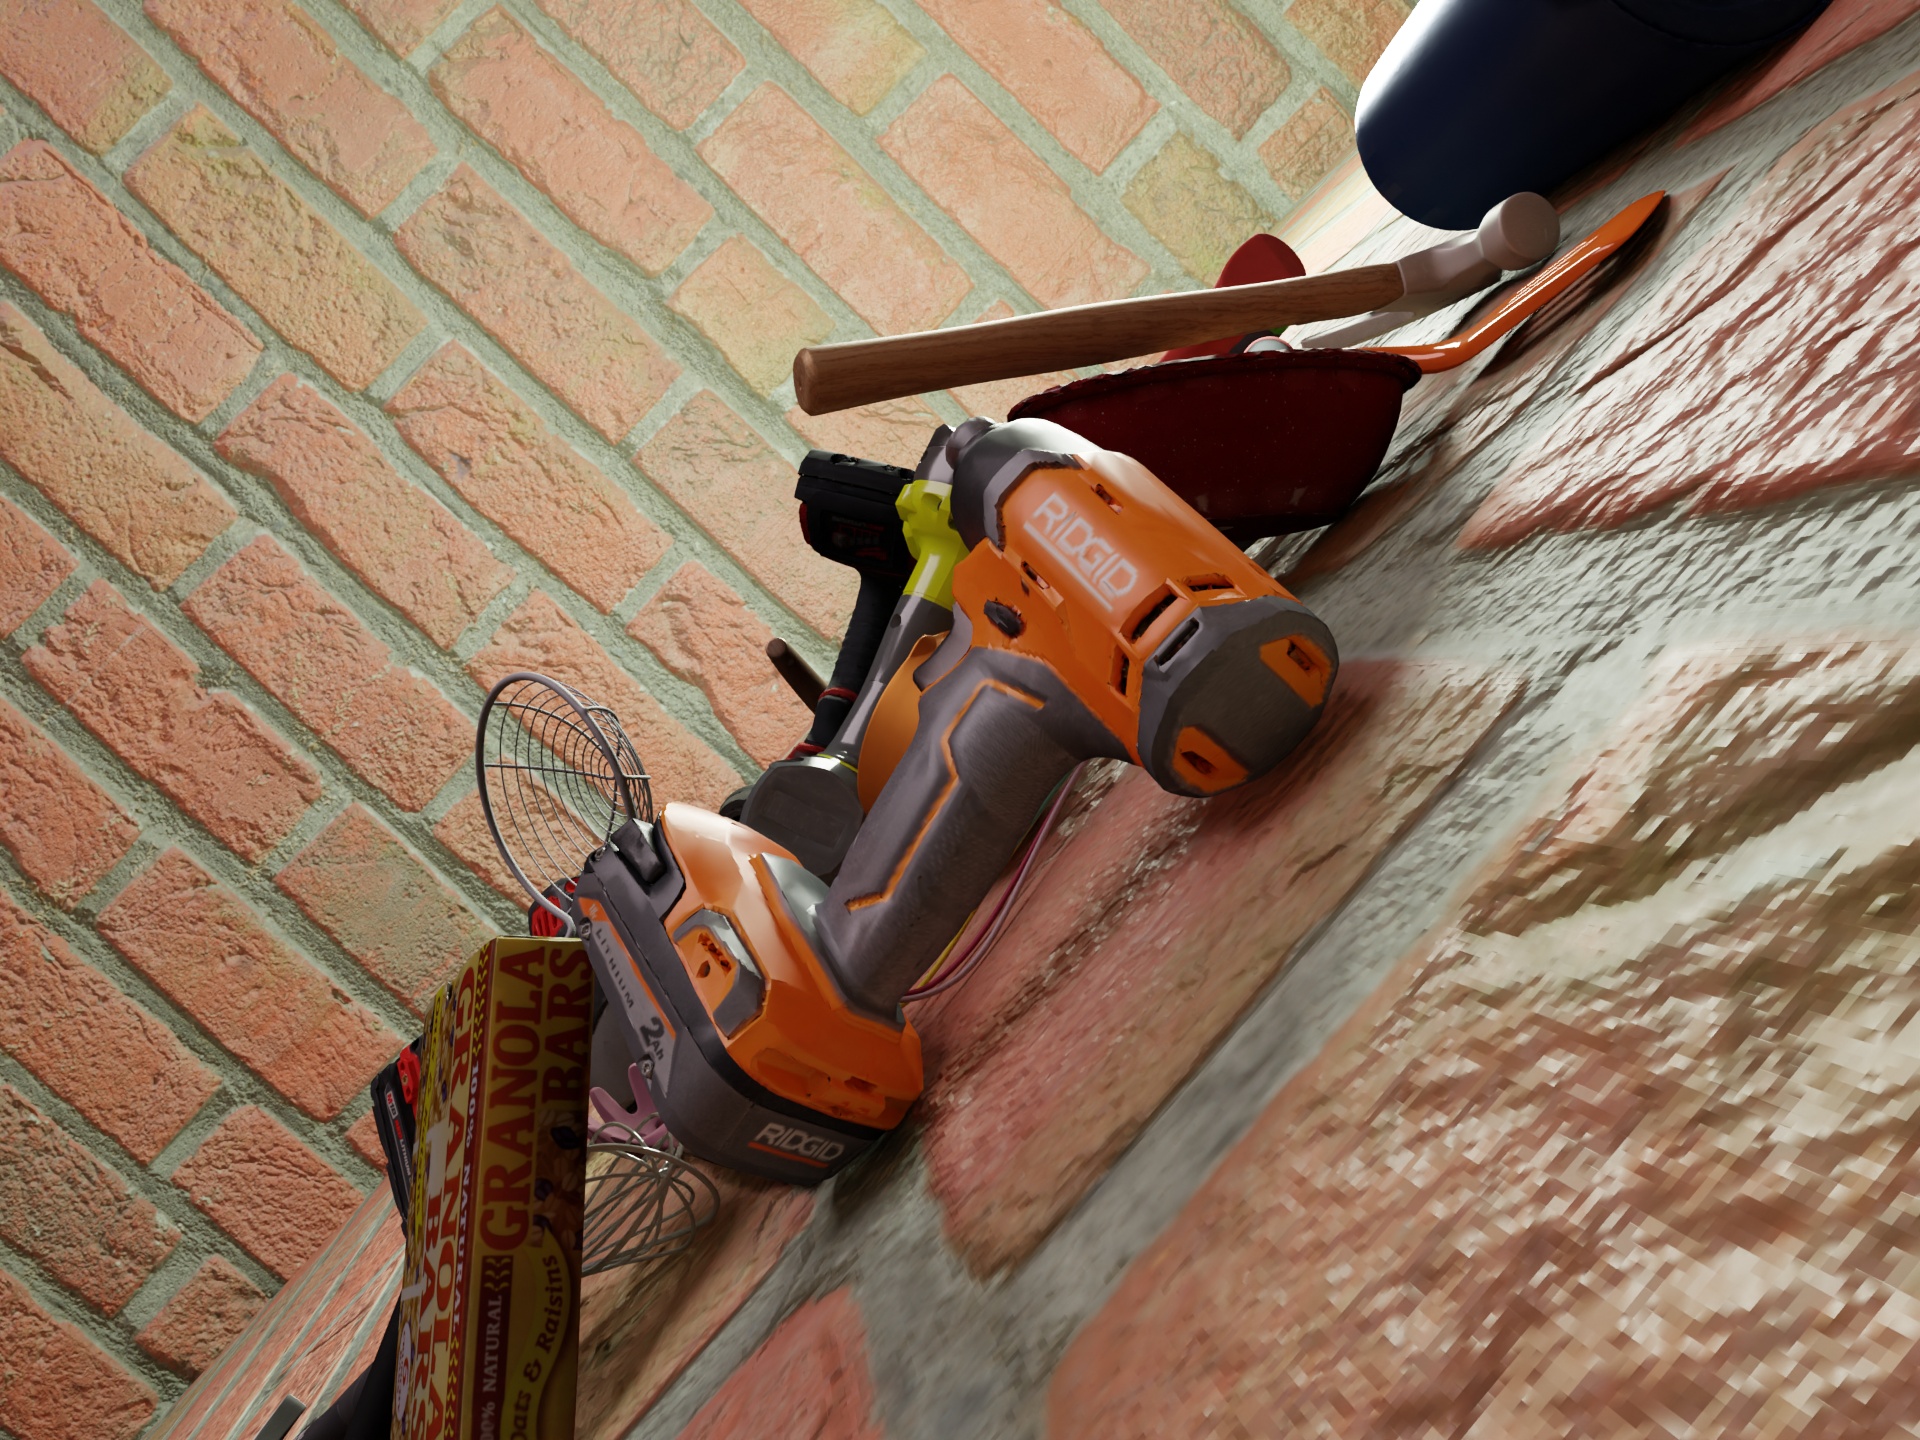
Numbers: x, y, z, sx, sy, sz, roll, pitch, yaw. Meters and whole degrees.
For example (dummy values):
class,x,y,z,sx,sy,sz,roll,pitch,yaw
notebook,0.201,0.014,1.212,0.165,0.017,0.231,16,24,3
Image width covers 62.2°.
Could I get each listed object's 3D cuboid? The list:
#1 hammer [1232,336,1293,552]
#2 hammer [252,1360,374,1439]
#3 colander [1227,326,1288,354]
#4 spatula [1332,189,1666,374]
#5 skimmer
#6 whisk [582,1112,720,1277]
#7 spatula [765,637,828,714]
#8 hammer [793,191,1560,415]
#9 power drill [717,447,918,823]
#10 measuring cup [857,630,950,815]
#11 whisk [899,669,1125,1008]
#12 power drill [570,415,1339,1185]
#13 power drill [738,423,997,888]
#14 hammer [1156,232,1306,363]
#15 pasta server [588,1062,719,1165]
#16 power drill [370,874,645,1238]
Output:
class,x,y,z,sx,sy,sz,roll,pitch,yaw
hammer,0.158,-0.159,0.889,0.143,0.038,0.386,-41,9,33
hammer,-0.314,0.356,0.821,0.334,0.035,0.146,-43,8,26
colander,0.089,-0.202,1.185,0.397,0.094,0.204,-44,-4,28
spatula,0.128,-0.152,0.672,0.323,0.041,0.081,-7,24,37
skimmer,-0.232,0.159,0.728,0.127,0.090,0.363,3,68,42
whisk,-0.161,0.219,0.635,0.246,0.059,0.058,-47,21,43
spatula,-0.075,0.000,1.022,0.060,0.018,0.315,-48,-17,-5
hammer,0.088,-0.175,0.702,0.331,0.031,0.130,-13,-1,-16
power drill,-0.064,-0.024,0.851,0.188,0.080,0.226,2,-78,-76
measuring cup,0.031,-0.009,0.668,0.173,0.052,0.095,-40,-36,-36
whisk,0.035,0.021,0.599,0.245,0.047,0.051,-45,17,-25
power drill,-0.014,0.011,0.492,0.226,0.084,0.164,-46,47,9
power drill,-0.022,-0.011,0.754,0.223,0.080,0.171,-63,-11,-11
hammer,0.084,-0.152,0.939,0.149,0.037,0.359,-28,-11,-40
pasta server,-0.108,0.164,0.649,0.060,0.040,0.316,-29,0,-24
power drill,-0.234,0.198,0.882,0.078,0.143,0.219,8,-42,-47
